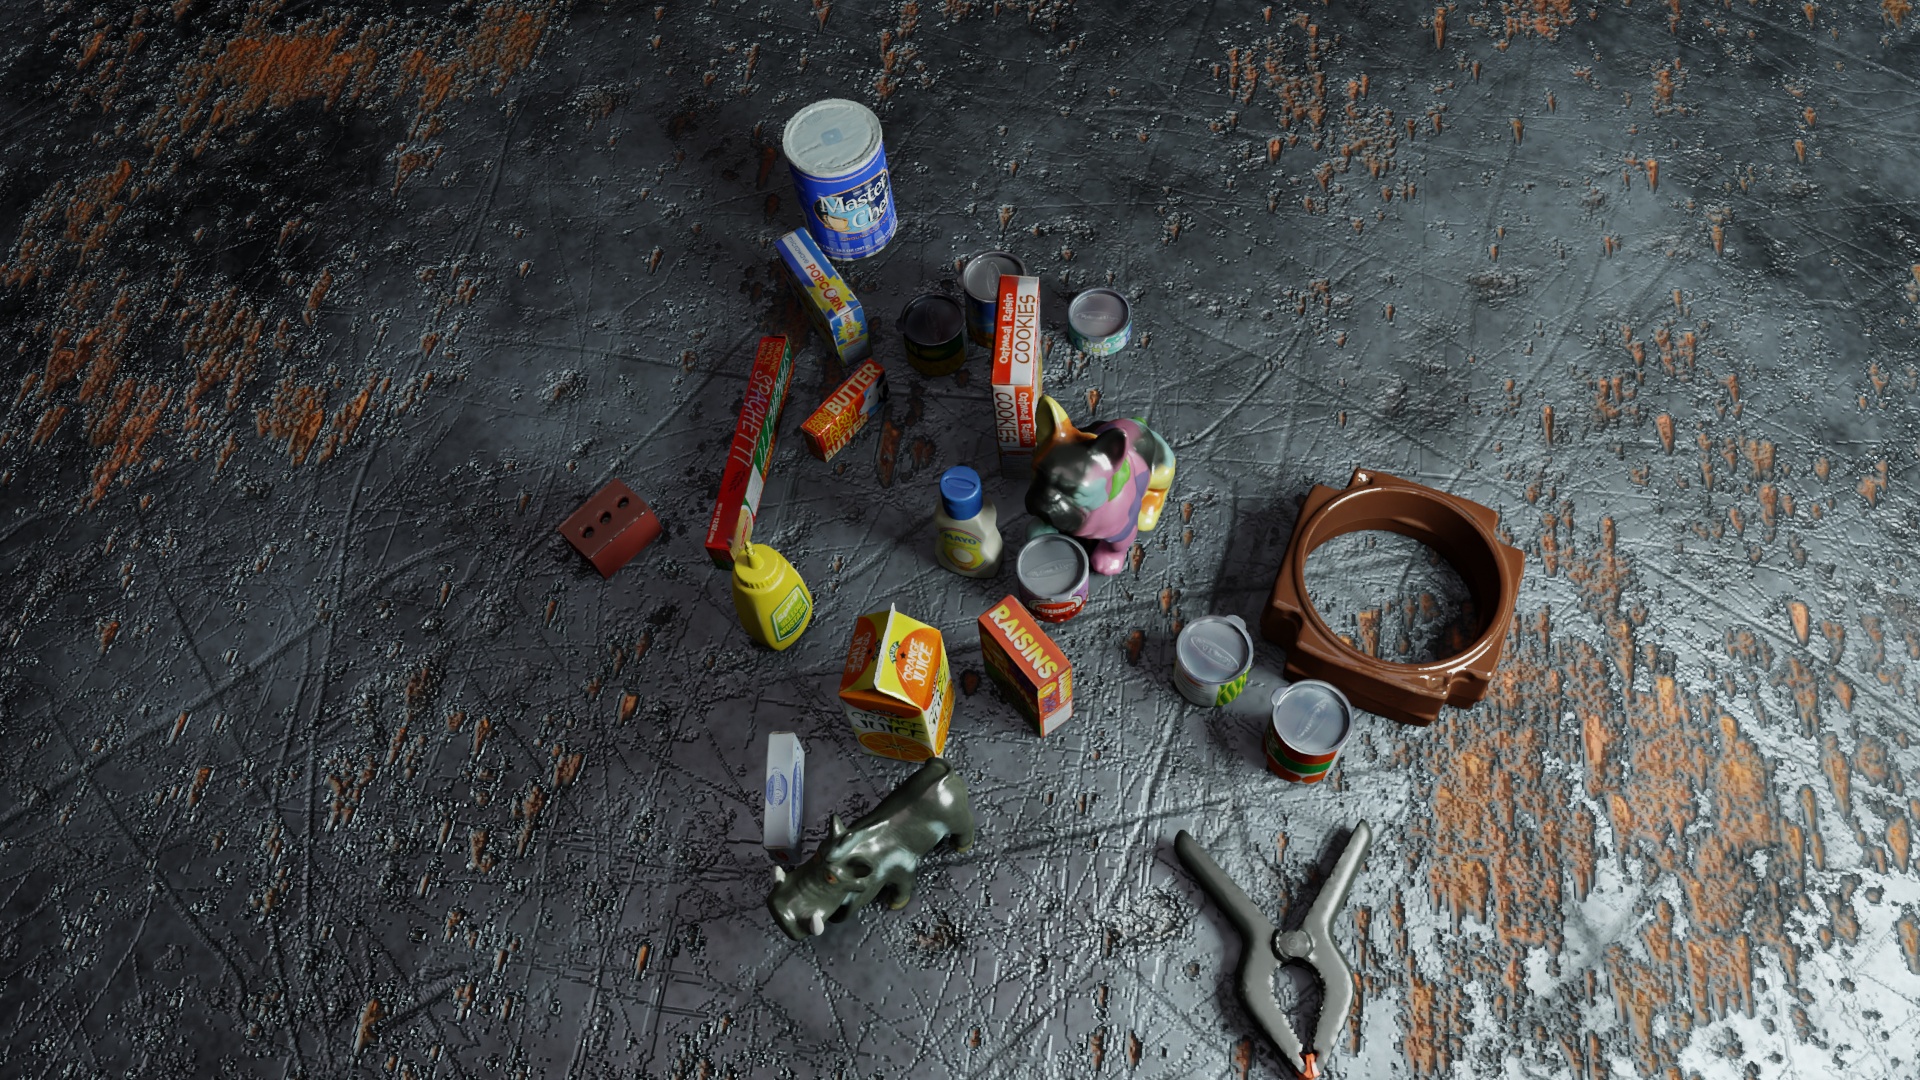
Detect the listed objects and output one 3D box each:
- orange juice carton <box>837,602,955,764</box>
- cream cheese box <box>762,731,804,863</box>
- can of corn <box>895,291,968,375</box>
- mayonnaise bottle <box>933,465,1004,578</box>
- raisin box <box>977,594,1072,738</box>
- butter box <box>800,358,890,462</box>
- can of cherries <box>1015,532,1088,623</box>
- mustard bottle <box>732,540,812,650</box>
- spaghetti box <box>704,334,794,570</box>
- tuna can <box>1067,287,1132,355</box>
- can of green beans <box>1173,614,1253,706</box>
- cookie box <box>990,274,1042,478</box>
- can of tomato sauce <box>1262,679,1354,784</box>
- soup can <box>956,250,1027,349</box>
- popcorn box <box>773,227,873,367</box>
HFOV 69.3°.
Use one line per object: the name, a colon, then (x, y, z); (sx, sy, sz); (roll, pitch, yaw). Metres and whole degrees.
orange juice carton: (-0.053, 0.123, 1.173); (0.073, 0.191, 0.072); (9, 64, 10)
cream cheese box: (-0.153, 0.224, 1.206); (0.024, 0.053, 0.104); (-3, 62, 4)
can of corn: (-0.028, -0.210, 1.424); (0.071, 0.058, 0.071); (-2, 62, 4)
mayonnaise bottle: (0.005, -0.016, 1.267); (0.065, 0.147, 0.041); (13, 64, 12)
raisin box: (0.058, 0.111, 1.209); (0.040, 0.123, 0.086); (-35, 65, -13)
butter box: (-0.114, -0.130, 1.392); (0.024, 0.053, 0.104); (35, 70, 21)
can of cherries: (0.085, 0.037, 1.282); (0.071, 0.058, 0.072); (-2, 62, 4)
mustard bottle: (-0.174, 0.043, 1.244); (0.049, 0.159, 0.065); (31, 69, 19)
spaghetti box: (-0.207, -0.090, 1.380); (0.029, 0.050, 0.251); (6, 63, 8)
tuna can: (0.143, -0.223, 1.431); (0.071, 0.032, 0.071); (-2, 62, 4)
can of green beans: (0.223, 0.108, 1.233); (0.071, 0.057, 0.071); (-2, 62, 4)
cookie box: (0.055, -0.153, 1.325); (0.040, 0.166, 0.123); (1, 62, 6)
can of tomato sauce: (0.293, 0.164, 1.183); (0.071, 0.082, 0.071); (-2, 62, 4)
soup can: (0.035, -0.245, 1.423); (0.071, 0.083, 0.071); (-2, 62, 4)
popcorn box: (-0.142, -0.252, 1.441); (0.038, 0.085, 0.127); (-30, 64, -10)
